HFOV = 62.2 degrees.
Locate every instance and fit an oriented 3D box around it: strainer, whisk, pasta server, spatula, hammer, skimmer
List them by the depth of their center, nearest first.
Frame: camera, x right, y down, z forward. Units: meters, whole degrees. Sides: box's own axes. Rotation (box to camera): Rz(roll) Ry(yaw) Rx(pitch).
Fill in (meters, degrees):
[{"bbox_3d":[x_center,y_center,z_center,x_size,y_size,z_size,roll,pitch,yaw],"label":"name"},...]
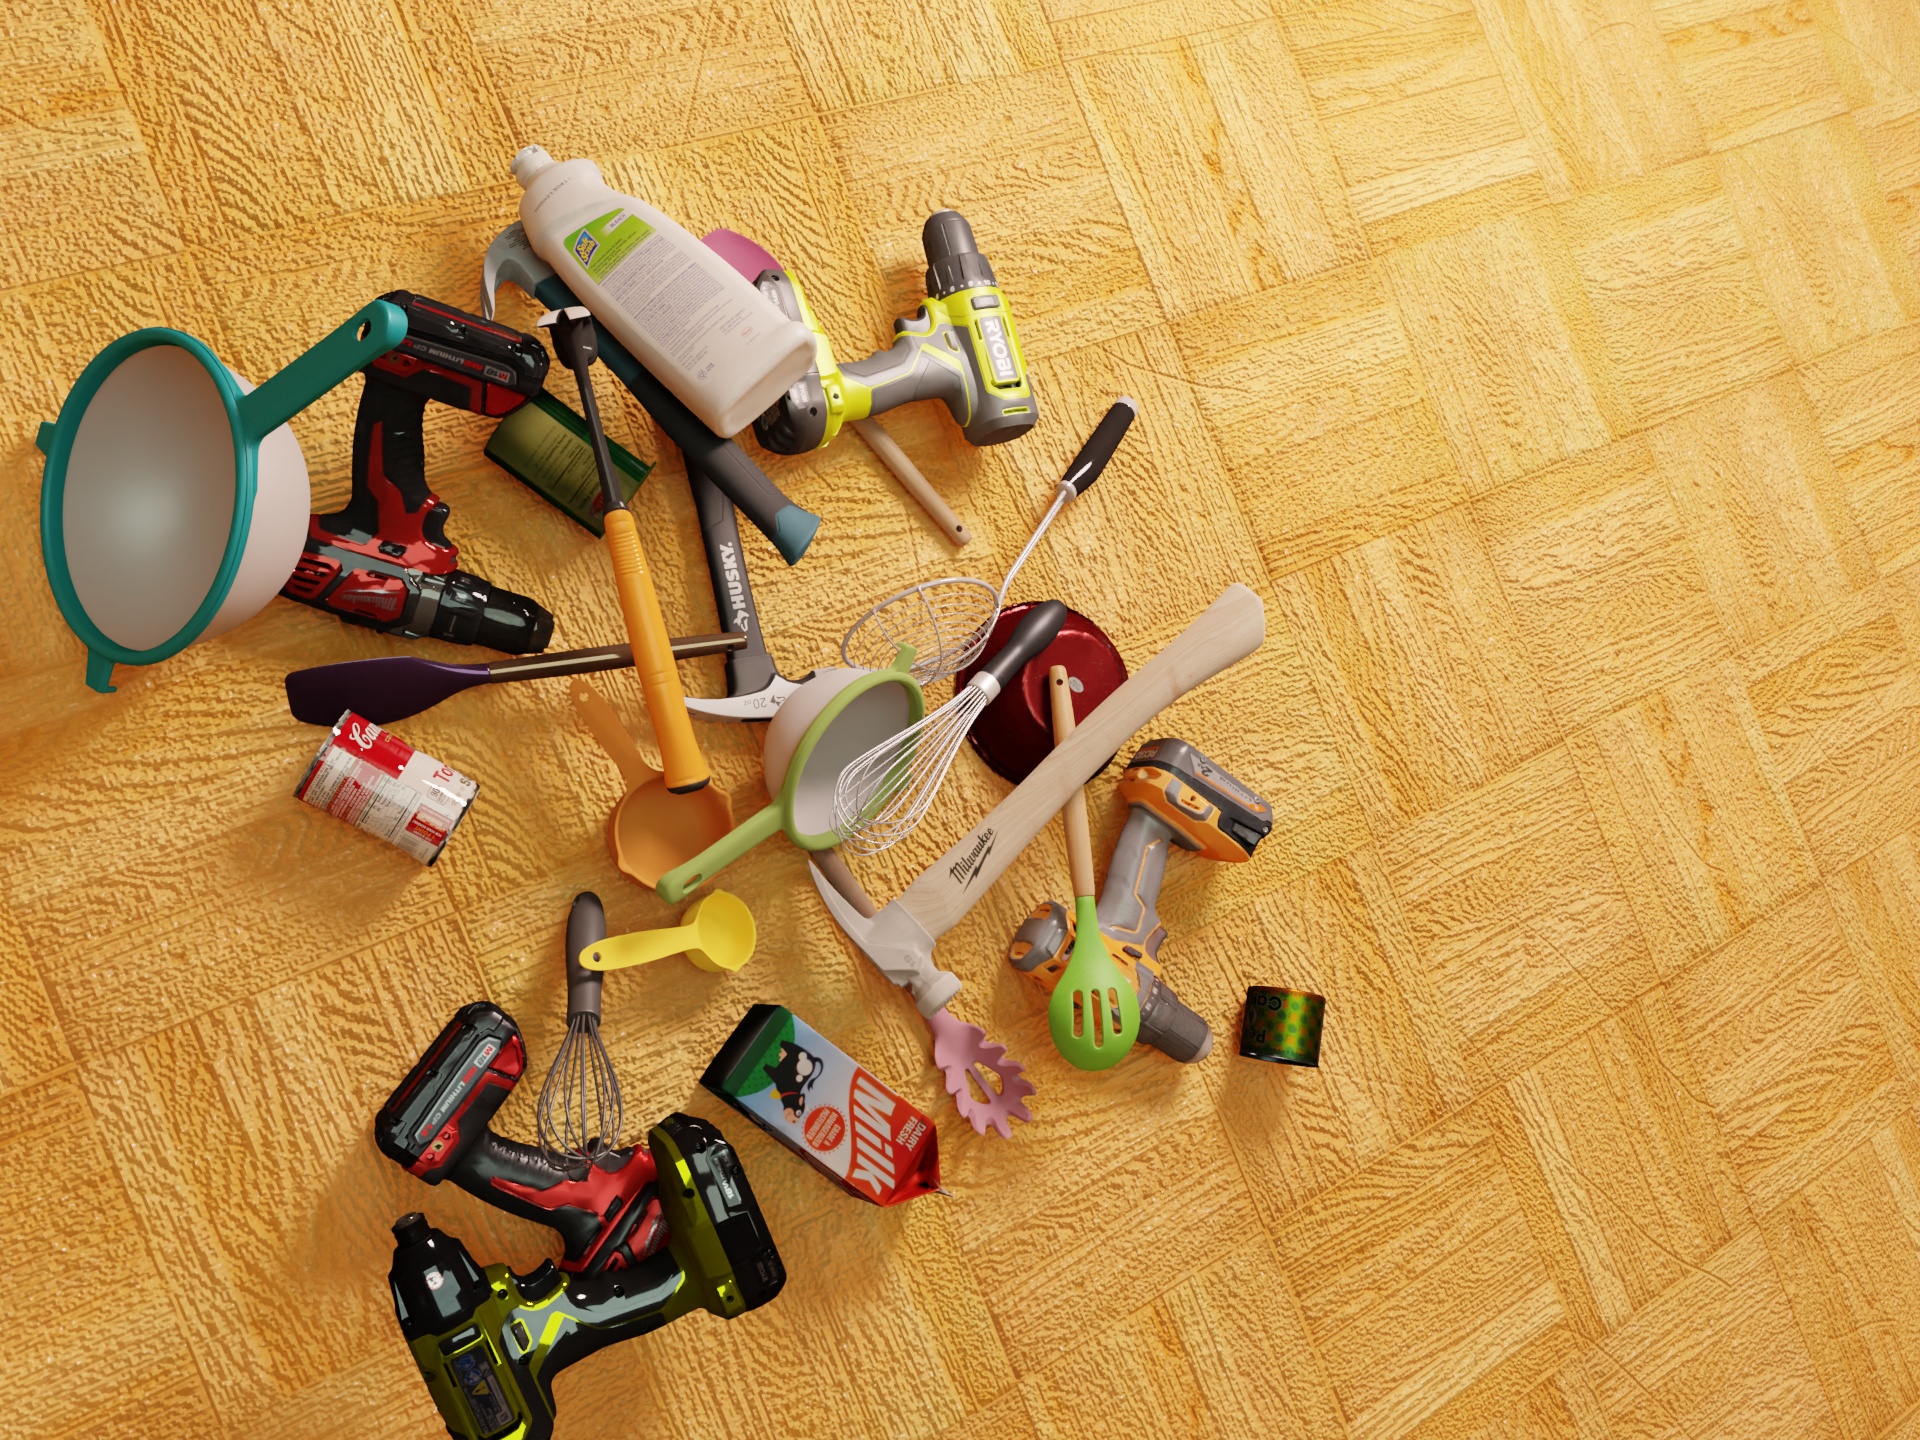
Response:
[{"bbox_3d":[-0.437,-0.162,0.996,0.095,0.340,0.211,5,64,-61],"label":"strainer"},{"bbox_3d":[-0.251,0.202,1.060,0.055,0.055,0.239,13,35,-21],"label":"whisk"},{"bbox_3d":[-0.226,-0.111,1.086,0.034,0.127,0.337,-14,99,-8],"label":"hammer"},{"bbox_3d":[-0.307,-0.035,1.126,0.316,0.059,0.018,-9,43,-17],"label":"spatula"},{"bbox_3d":[-0.134,0.043,1.153,0.069,0.151,0.256,33,51,27],"label":"strainer"},{"bbox_3d":[-0.223,-0.242,1.166,0.331,0.033,0.128,46,57,5],"label":"hammer"},{"bbox_3d":[-0.002,-0.003,1.195,0.070,0.070,0.285,49,58,-9],"label":"whisk"},{"bbox_3d":[0.073,0.033,1.213,0.410,0.038,0.146,-43,80,-12],"label":"hammer"},{"bbox_3d":[-0.192,-0.160,1.215,0.146,0.035,0.335,-11,86,-25],"label":"hammer"},{"bbox_3d":[-0.047,0.183,1.219,0.060,0.040,0.316,-35,95,-13],"label":"pasta server"},{"bbox_3d":[0.034,-0.161,1.289,0.090,0.127,0.363,31,58,5],"label":"skimmer"}]

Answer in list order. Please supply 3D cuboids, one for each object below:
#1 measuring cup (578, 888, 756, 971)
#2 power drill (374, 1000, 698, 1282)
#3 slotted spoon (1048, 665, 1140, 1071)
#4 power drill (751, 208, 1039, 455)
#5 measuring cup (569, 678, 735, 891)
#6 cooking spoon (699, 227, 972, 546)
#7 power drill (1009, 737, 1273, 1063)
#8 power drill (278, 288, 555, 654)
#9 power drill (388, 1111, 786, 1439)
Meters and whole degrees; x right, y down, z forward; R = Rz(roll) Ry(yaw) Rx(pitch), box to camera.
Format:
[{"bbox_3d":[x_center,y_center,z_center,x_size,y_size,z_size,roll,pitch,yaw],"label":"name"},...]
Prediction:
[{"bbox_3d":[-0.211,0.159,1.126,0.156,0.029,0.062,-5,77,-49],"label":"measuring cup"},{"bbox_3d":[-0.274,0.294,1.087,0.219,0.078,0.143,41,70,-15],"label":"power drill"},{"bbox_3d":[0.090,0.110,1.226,0.070,0.031,0.314,-5,78,-3],"label":"slotted spoon"},{"bbox_3d":[-0.060,-0.304,1.253,0.228,0.080,0.190,-14,85,-27],"label":"power drill"},{"bbox_3d":[-0.236,0.047,1.155,0.095,0.052,0.173,-35,94,-24],"label":"measuring cup"},{"bbox_3d":[-0.099,-0.263,1.280,0.319,0.017,0.069,48,66,-8],"label":"cooking spoon"},{"bbox_3d":[0.167,0.151,1.293,0.185,0.084,0.226,36,74,-14],"label":"power drill"},{"bbox_3d":[-0.348,-0.158,1.088,0.187,0.080,0.226,17,106,-20],"label":"power drill"},{"bbox_3d":[-0.240,0.353,1.019,0.223,0.080,0.171,-24,98,-23],"label":"power drill"}]
